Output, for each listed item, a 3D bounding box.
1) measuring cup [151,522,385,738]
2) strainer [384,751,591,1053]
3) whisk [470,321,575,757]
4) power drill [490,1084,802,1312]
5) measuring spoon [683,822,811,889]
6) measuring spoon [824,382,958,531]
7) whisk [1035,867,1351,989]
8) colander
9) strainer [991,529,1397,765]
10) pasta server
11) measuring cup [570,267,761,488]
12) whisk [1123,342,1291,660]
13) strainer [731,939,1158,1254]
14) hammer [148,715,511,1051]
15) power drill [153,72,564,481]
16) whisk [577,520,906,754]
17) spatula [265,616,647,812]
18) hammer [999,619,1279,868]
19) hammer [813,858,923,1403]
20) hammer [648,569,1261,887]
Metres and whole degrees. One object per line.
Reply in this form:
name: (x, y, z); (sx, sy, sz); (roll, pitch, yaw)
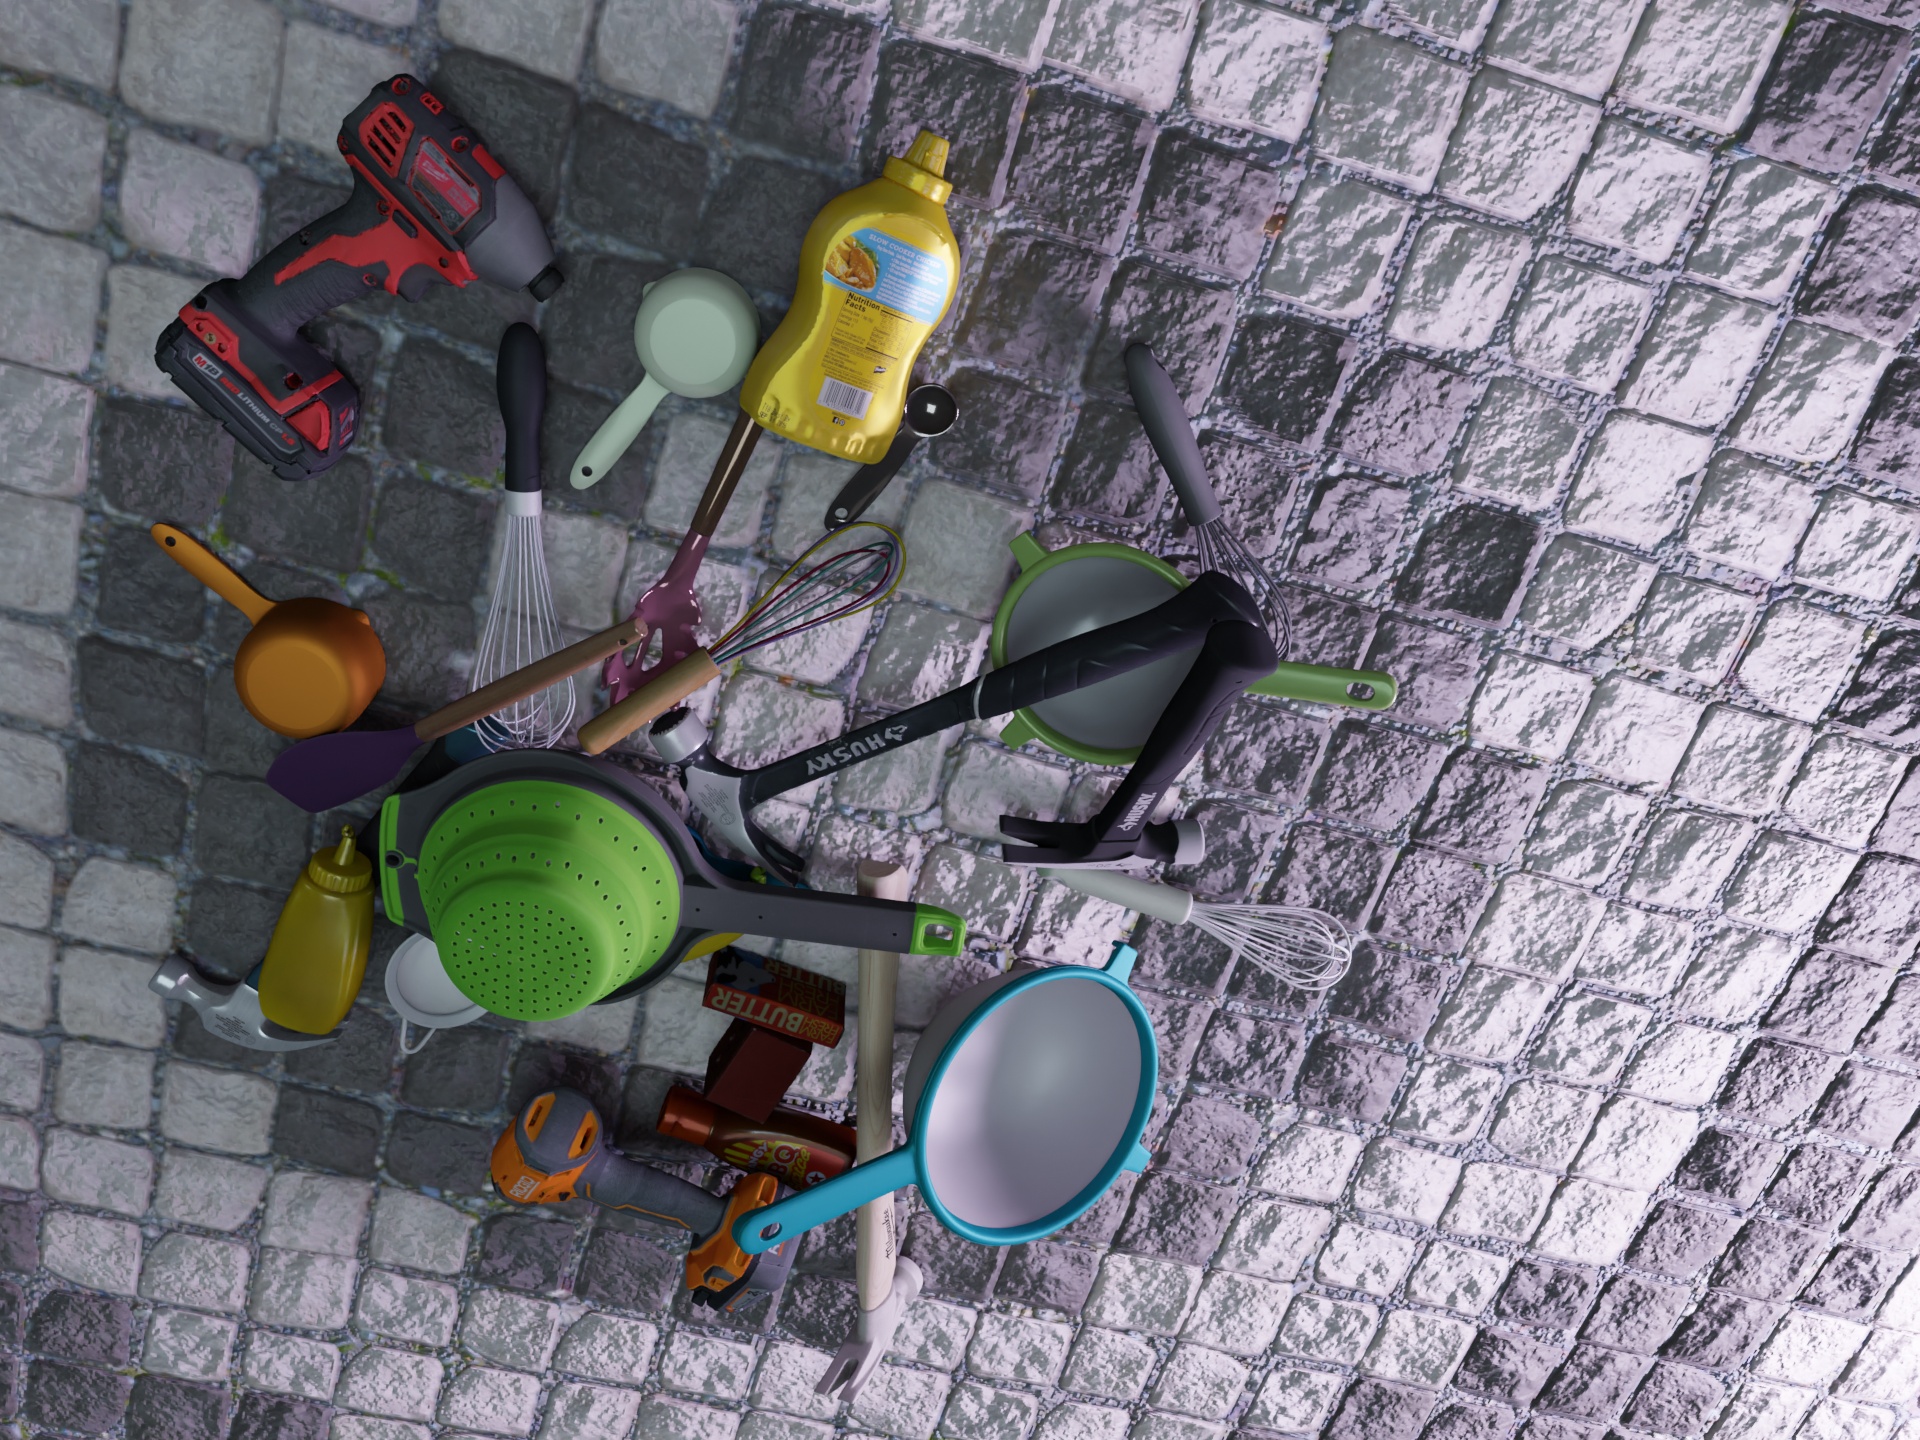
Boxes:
measuring cup: (-0.456, -0.058, 1.025); (0.095, 0.052, 0.173); (-40, 112, 15)
strainer: (-0.329, 0.124, 1.123); (0.086, 0.050, 0.258); (27, 106, -33)
whisk: (-0.277, -0.108, 1.013); (0.070, 0.070, 0.284); (4, 109, -4)
power drill: (-0.245, 0.363, 1.199); (0.226, 0.084, 0.164); (29, 141, -11)
measuring spoon: (-0.163, 0.101, 1.135); (0.128, 0.021, 0.042); (22, 123, -22)
measuring spoon: (-0.048, -0.168, 1.017); (0.034, 0.018, 0.124); (34, 116, -23)
whisk: (0.170, 0.138, 1.150); (0.246, 0.058, 0.059); (19, 78, -7)
colander: (-0.194, 0.138, 1.043); (0.397, 0.095, 0.204); (7, 119, -3)
strainer: (0.150, -0.044, 1.025); (0.256, 0.069, 0.151); (8, 114, 14)
pasta server: (-0.152, -0.141, 1.010); (0.060, 0.040, 0.316); (17, 113, -29)
measuring cup: (-0.190, -0.202, 0.978); (0.083, 0.038, 0.167); (38, 106, -18)
whisk: (0.158, -0.133, 1.024); (0.055, 0.055, 0.238); (-24, 109, 8)
strainer: (-0.019, 0.280, 1.126); (0.340, 0.095, 0.211); (-17, 113, -28)
hammer: (-0.428, 0.112, 1.116); (0.128, 0.033, 0.331); (38, 108, -17)
power drill: (-0.346, -0.250, 0.933); (0.219, 0.079, 0.143); (-40, 110, 12)
whisk: (-0.140, -0.048, 1.026); (0.245, 0.051, 0.047); (-33, 132, 1)
spatula: (-0.326, -0.003, 1.013); (0.316, 0.018, 0.059); (-21, 133, 23)
hammer: (0.118, 0.026, 0.982); (0.146, 0.035, 0.334); (-1, 156, -9)
hammer: (-0.066, 0.299, 1.171); (0.038, 0.146, 0.410); (8, 111, 17)
hammer: (-0.002, -0.003, 1.028); (0.409, 0.036, 0.149); (-21, 116, 23)
